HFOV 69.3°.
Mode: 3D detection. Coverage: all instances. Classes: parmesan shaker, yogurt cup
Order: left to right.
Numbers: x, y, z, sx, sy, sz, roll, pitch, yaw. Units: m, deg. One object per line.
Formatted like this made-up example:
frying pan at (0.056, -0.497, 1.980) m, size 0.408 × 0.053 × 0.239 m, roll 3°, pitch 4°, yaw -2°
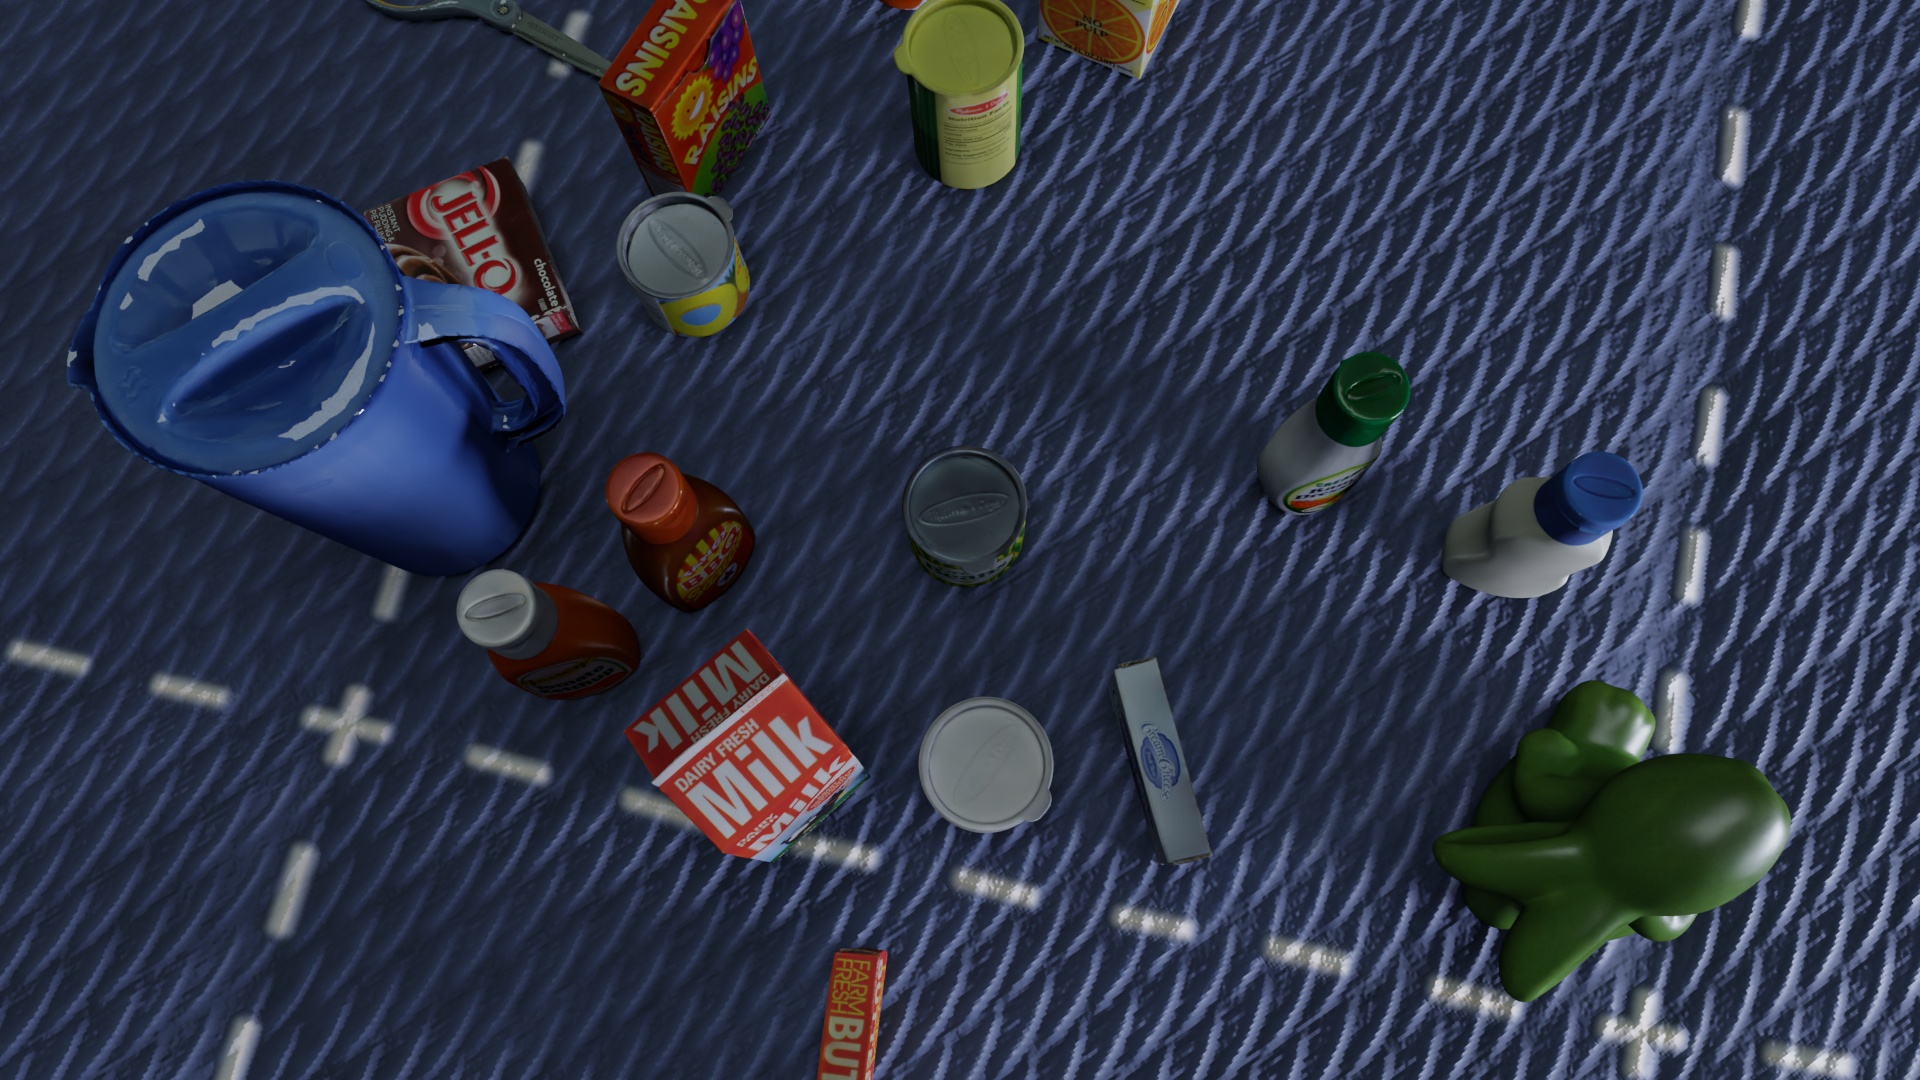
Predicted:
parmesan shaker at (0.000, -0.255, 0.799) m, size 0.071 × 0.103 × 0.071 m, roll 0°, pitch 75°, yaw 1°
yogurt cup at (0.013, 0.119, 0.723) m, size 0.072 × 0.054 × 0.072 m, roll 0°, pitch 75°, yaw 1°

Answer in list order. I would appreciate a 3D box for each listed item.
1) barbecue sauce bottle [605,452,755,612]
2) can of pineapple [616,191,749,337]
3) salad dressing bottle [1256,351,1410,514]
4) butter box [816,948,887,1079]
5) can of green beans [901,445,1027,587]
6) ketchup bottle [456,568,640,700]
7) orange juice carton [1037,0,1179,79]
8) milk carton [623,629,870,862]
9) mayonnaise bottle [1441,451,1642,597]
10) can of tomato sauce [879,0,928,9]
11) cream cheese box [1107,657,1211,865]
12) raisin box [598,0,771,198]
barbecue sauce bottle at (-0.145, -0.006, 0.711) m, size 0.044 × 0.148 × 0.065 m, roll 37°, pitch 79°, yaw 10°
can of pineapple at (-0.156, -0.158, 0.799) m, size 0.071 × 0.057 × 0.071 m, roll 0°, pitch 75°, yaw 1°
salad dressing bottle at (0.193, -0.054, 0.718) m, size 0.064 × 0.147 × 0.044 m, roll -19°, pitch 76°, yaw -4°
butter box at (-0.055, 0.255, 0.688) m, size 0.024 × 0.053 × 0.104 m, roll 6°, pitch 75°, yaw 3°
can of green beans at (0.003, -0.012, 0.757) m, size 0.071 × 0.057 × 0.071 m, roll 0°, pitch 75°, yaw 1°
ketchup bottle at (-0.209, 0.048, 0.698) m, size 0.065 × 0.148 × 0.043 m, roll -18°, pitch 76°, yaw -3°
orange juice carton at (0.092, -0.352, 0.777) m, size 0.072 × 0.192 × 0.073 m, roll 25°, pitch 77°, yaw 7°
milk carton at (-0.098, 0.100, 0.660) m, size 0.072 × 0.190 × 0.073 m, roll -41°, pitch 78°, yaw -9°
mayonnaise bottle at (0.295, -0.006, 0.703) m, size 0.065 × 0.147 × 0.041 m, roll 14°, pitch 76°, yaw 5°
can of tomato sauce at (-0.034, -0.374, 0.842) m, size 0.071 × 0.083 × 0.071 m, roll 0°, pitch 75°, yaw 1°
cream cheese box at (0.102, 0.116, 0.722) m, size 0.024 × 0.053 × 0.104 m, roll -14°, pitch 75°, yaw -2°
raisin box at (-0.153, -0.250, 0.790) m, size 0.040 × 0.123 × 0.086 m, roll 29°, pitch 78°, yaw 8°
